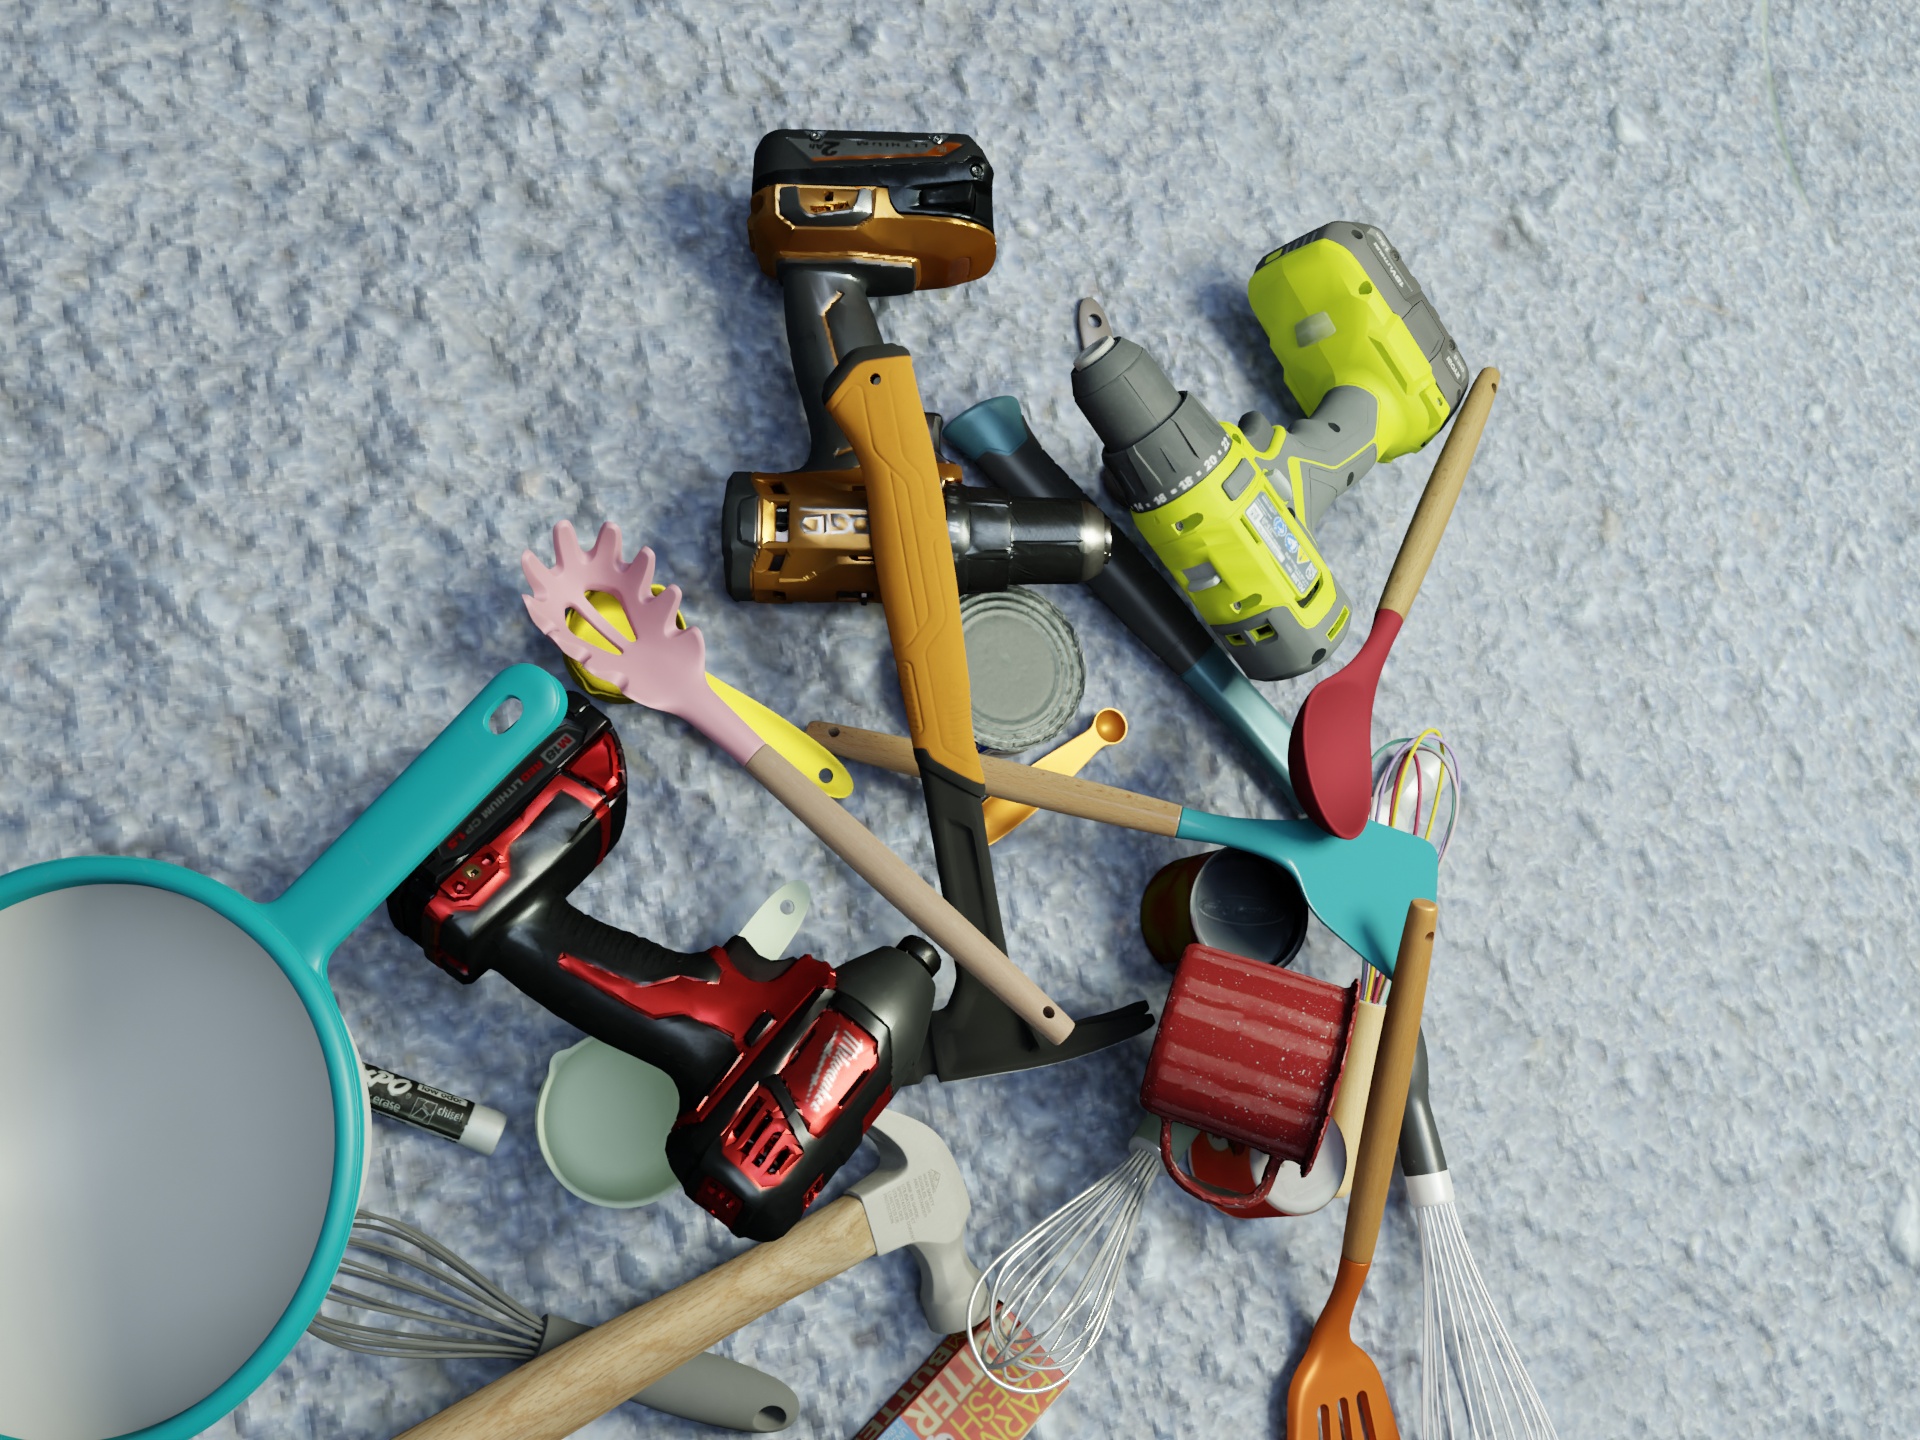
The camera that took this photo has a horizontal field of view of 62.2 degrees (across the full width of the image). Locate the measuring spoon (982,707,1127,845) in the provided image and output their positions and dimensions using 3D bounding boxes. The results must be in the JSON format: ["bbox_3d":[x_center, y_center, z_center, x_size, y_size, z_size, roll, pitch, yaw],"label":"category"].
[{"bbox_3d":[0.040,0.031,0.813,0.117,0.011,0.021,-37,94,-19],"label":"measuring spoon"}]

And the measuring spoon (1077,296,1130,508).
[{"bbox_3d":[0.086,-0.176,0.867,0.034,0.018,0.124,-11,82,-22],"label":"measuring spoon"}]

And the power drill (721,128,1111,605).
[{"bbox_3d":[-0.020,-0.165,0.775,0.185,0.084,0.226,1,80,-3],"label":"power drill"}]

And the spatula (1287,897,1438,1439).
[{"bbox_3d":[0.200,0.240,0.761,0.081,0.041,0.322,-3,108,-29],"label":"spatula"}]

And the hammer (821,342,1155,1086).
[{"bbox_3d":[-0.001,-0.002,0.724,0.127,0.034,0.337,-10,98,2],"label":"hammer"}]

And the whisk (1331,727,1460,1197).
[{"bbox_3d":[0.212,0.123,0.814,0.051,0.047,0.245,13,90,10],"label":"whisk"}]

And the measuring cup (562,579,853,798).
[{"bbox_3d":[-0.119,-0.007,0.753,0.156,0.029,0.062,35,69,-13],"label":"measuring cup"}]

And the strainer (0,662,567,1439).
[{"bbox_3d":[-0.263,0.114,0.602,0.211,0.095,0.340,42,85,11],"label":"strainer"}]

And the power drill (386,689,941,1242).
[{"bbox_3d":[-0.118,0.096,0.666,0.220,0.078,0.143,38,58,8],"label":"power drill"}]

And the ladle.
[{"bbox_3d":[0.225,-0.072,0.805,0.069,0.031,0.315,49,56,-32],"label":"ladle"}]

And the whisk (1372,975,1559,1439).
[{"bbox_3d":[0.248,0.272,0.814,0.070,0.070,0.285,-5,76,-21],"label":"whisk"}]

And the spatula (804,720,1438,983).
[{"bbox_3d":[0.078,0.049,0.767,0.317,0.044,0.082,14,61,5],"label":"spatula"}]

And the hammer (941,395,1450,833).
[{"bbox_3d":[0.117,-0.044,0.843,0.331,0.033,0.128,47,66,-5],"label":"hammer"}]

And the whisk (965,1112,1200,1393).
[{"bbox_3d":[0.085,0.212,0.755,0.059,0.057,0.246,43,55,3],"label":"whisk"}]

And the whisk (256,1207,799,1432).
[{"bbox_3d":[-0.174,0.257,0.666,0.238,0.055,0.055,25,71,-18],"label":"whisk"}]

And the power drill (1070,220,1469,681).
[{"bbox_3d":[0.162,-0.158,0.825,0.190,0.080,0.228,51,56,-18],"label":"power drill"}]

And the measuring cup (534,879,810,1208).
[{"bbox_3d":[-0.123,0.139,0.714,0.083,0.038,0.168,41,66,-8],"label":"measuring cup"}]

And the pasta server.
[{"bbox_3d":[-0.069,0.031,0.701,0.316,0.040,0.060,42,66,3],"label":"pasta server"}]

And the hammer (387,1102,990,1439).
[{"bbox_3d":[-0.134,0.252,0.641,0.331,0.031,0.130,-19,94,-35],"label":"hammer"}]
